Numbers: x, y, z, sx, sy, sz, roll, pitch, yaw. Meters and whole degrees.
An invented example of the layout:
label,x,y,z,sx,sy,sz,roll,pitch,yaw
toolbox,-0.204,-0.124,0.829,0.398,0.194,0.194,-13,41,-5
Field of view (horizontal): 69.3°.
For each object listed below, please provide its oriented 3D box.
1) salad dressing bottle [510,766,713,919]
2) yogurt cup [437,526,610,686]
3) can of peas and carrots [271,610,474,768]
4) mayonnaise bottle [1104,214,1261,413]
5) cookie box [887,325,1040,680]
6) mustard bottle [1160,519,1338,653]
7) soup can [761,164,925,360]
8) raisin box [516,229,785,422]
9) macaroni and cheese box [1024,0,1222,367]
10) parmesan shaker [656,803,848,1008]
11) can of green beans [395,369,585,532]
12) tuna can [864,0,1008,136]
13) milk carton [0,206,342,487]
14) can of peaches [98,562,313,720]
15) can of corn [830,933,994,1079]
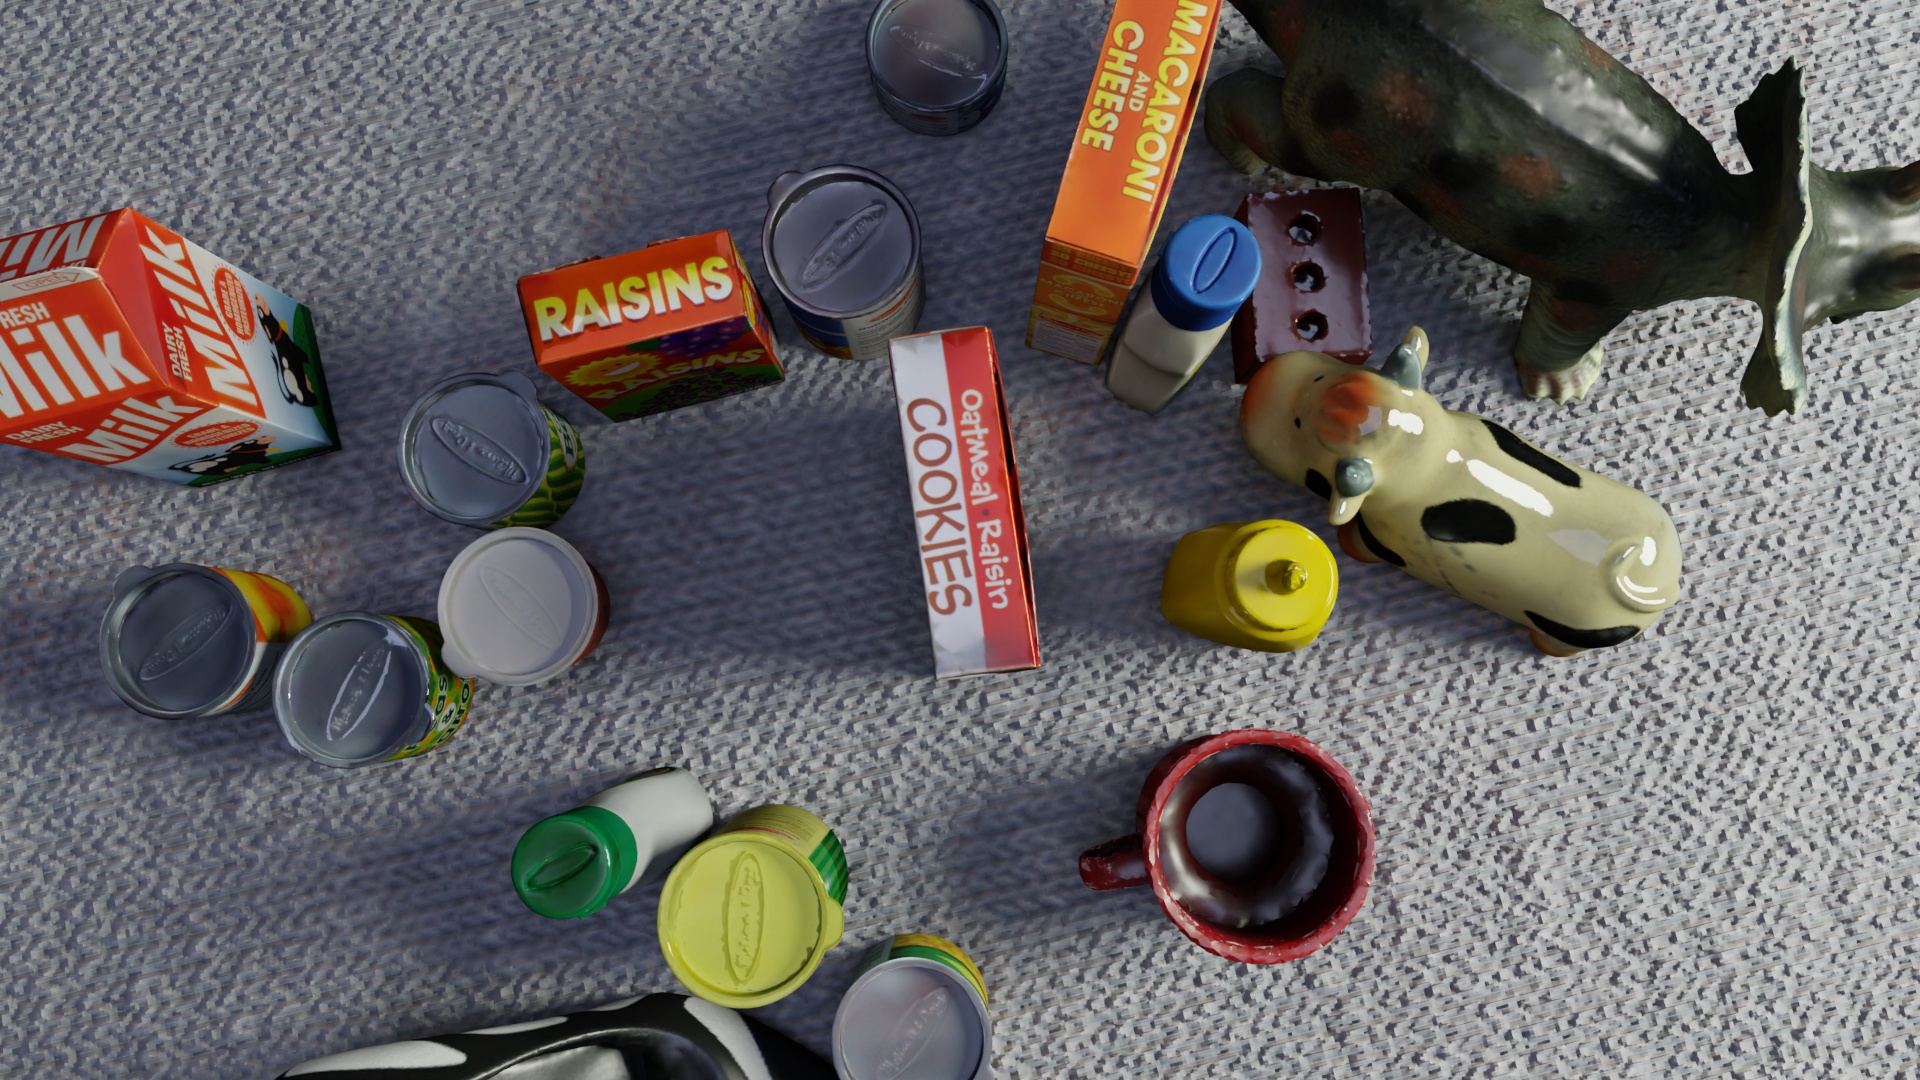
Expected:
label,x,y,z,sx,sy,sz,roll,pitch,yaw
salad dressing bottle,-0.139,0.121,0.558,0.064,0.147,0.044,-28,86,-2
yogurt cup,-0.188,0.030,0.614,0.072,0.054,0.072,0,85,0
can of peas and carrots,-0.253,0.066,0.608,0.071,0.058,0.071,0,85,0
mayonnaise bottle,0.093,-0.095,0.580,0.041,0.148,0.065,31,86,3
cookie box,0.002,-0.007,0.561,0.040,0.167,0.123,-9,85,-1
mustard bottle,0.121,0.018,0.563,0.065,0.160,0.049,15,85,1
soup can,-0.051,-0.122,0.615,0.071,0.083,0.071,0,85,0
raisin box,-0.126,-0.088,0.591,0.086,0.123,0.040,-13,85,-1
macaroni and cheese box,0.065,-0.152,0.576,0.040,0.166,0.124,17,85,1
parmesan shaker,-0.080,0.149,0.578,0.071,0.103,0.071,0,85,0
can of green beans,-0.207,-0.037,0.619,0.071,0.058,0.071,0,85,0
tuna can,-0.010,-0.228,0.651,0.071,0.033,0.071,0,84,0
milk carton,-0.329,-0.075,0.556,0.072,0.190,0.073,-16,85,-1
can of peaches,-0.330,0.043,0.611,0.071,0.058,0.071,0,85,0
can of corn,-0.018,0.208,0.595,0.071,0.058,0.071,0,85,0
